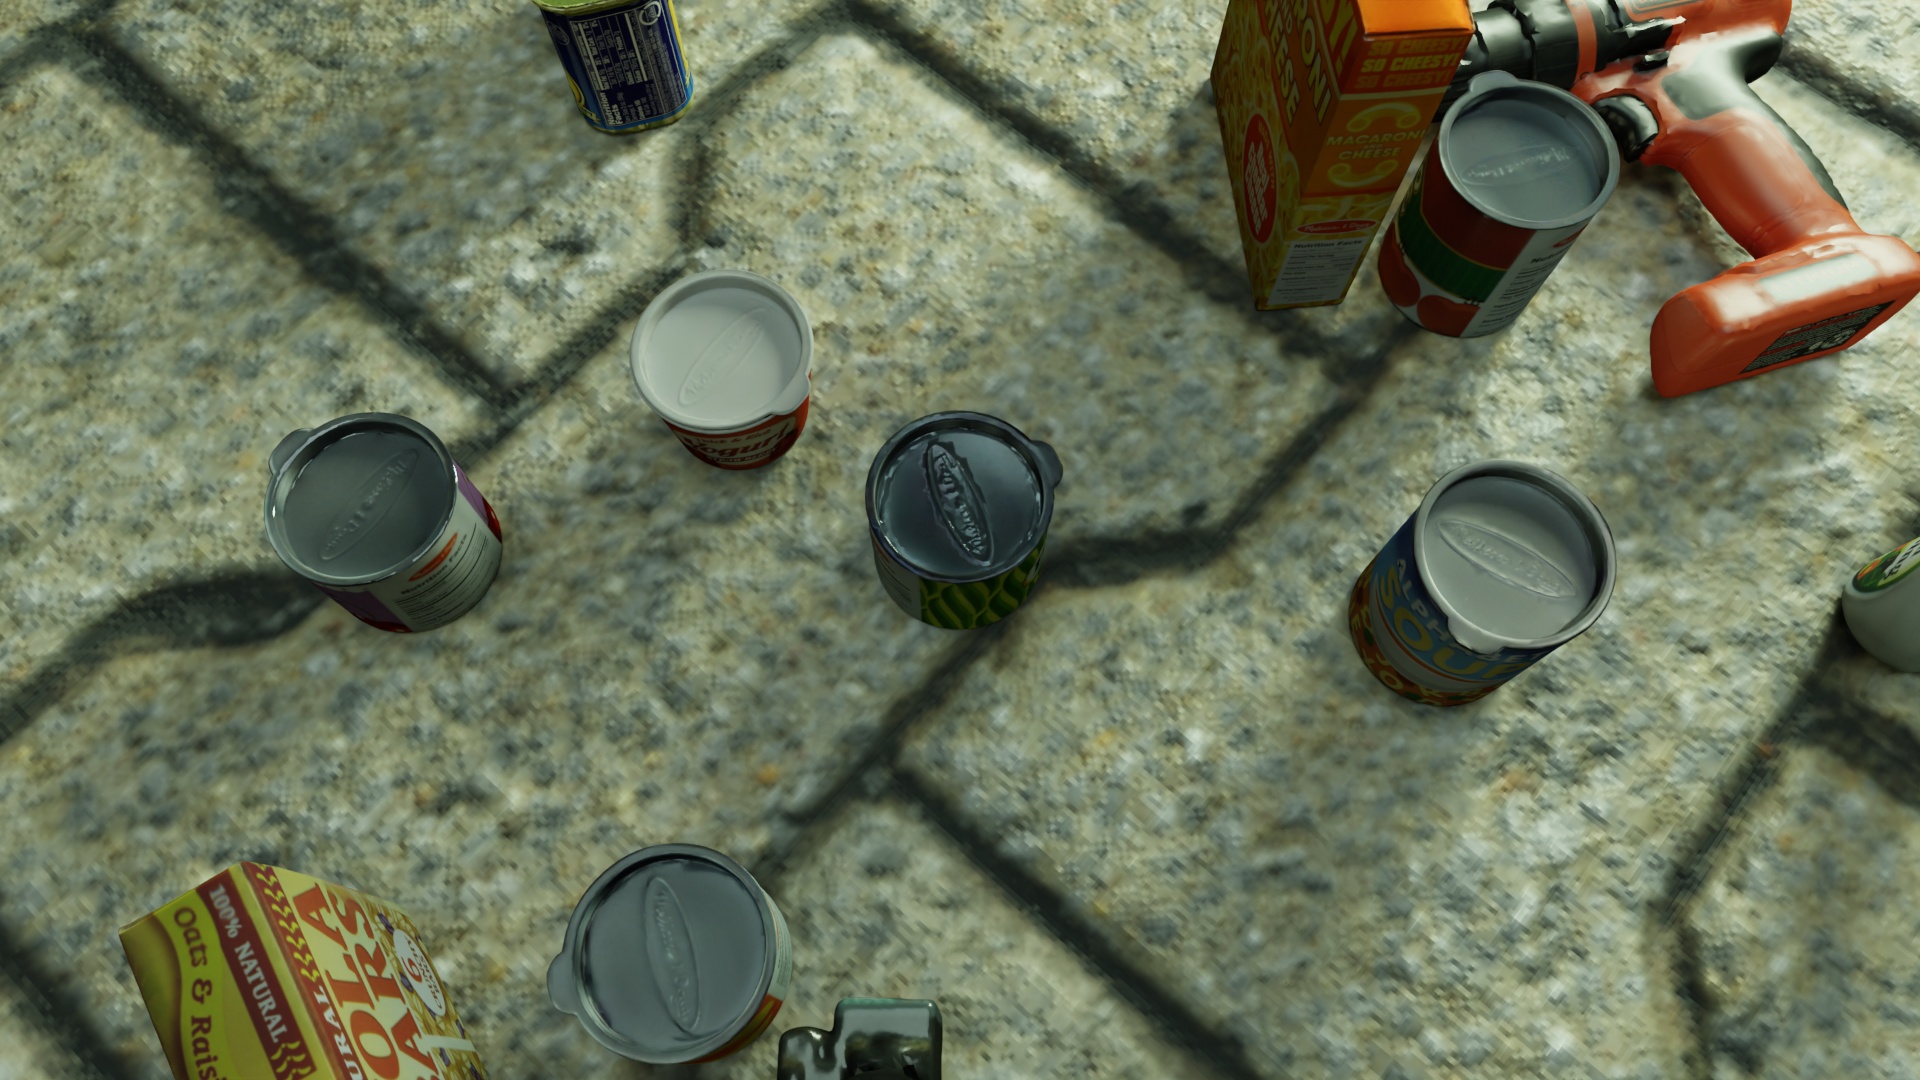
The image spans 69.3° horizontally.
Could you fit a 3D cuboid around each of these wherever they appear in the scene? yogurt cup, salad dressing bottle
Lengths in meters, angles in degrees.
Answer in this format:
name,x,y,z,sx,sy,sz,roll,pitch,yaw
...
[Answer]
name,x,y,z,sx,sy,sz,roll,pitch,yaw
yogurt cup,-0.088,-0.062,0.534,0.072,0.053,0.072,0,69,0
salad dressing bottle,0.359,0.003,0.463,0.064,0.147,0.044,-28,72,-10

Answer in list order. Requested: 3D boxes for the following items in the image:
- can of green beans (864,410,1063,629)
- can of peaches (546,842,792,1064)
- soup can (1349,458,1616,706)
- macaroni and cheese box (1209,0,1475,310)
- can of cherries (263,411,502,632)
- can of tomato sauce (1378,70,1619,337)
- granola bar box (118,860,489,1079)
name,x,y,z,sx,sy,sz,roll,pitch,yaw
can of green beans,0.000,-0.006,0.511,0.071,0.057,0.071,0,69,0
can of peaches,-0.092,0.137,0.455,0.071,0.058,0.071,0,69,0
soup can,0.178,0.020,0.489,0.071,0.083,0.071,0,69,0
macaroni and cheese box,0.136,-0.183,0.523,0.040,0.166,0.124,-5,69,-2
can of cherries,-0.211,-0.007,0.509,0.071,0.058,0.072,0,69,0
can of tomato sauce,0.207,-0.130,0.547,0.071,0.082,0.071,0,69,0
granola bar box,-0.165,0.180,0.402,0.039,0.123,0.166,-31,72,-11
